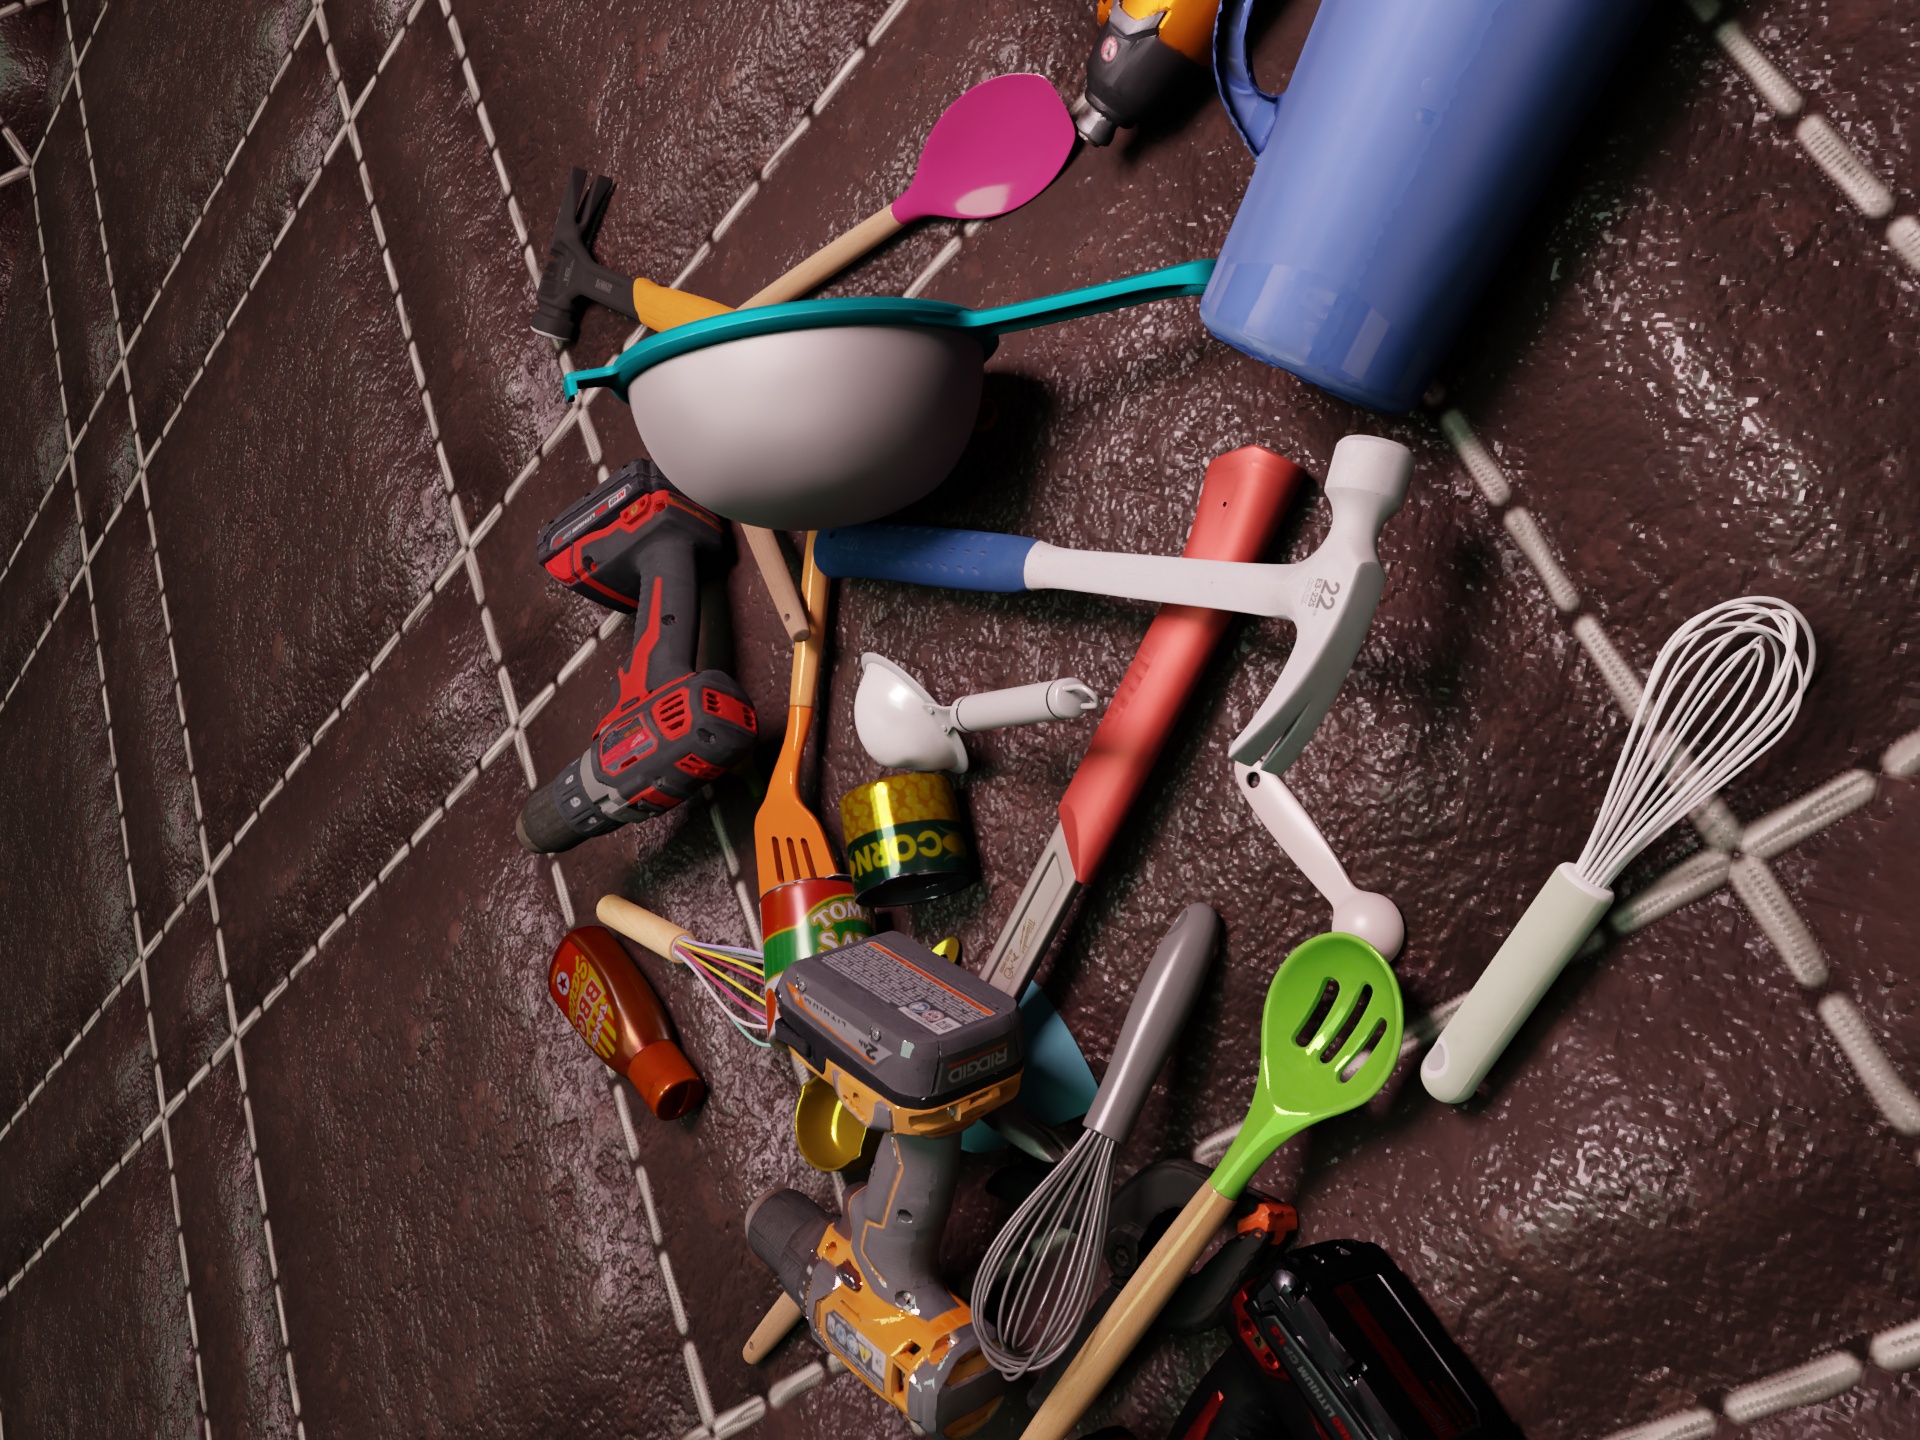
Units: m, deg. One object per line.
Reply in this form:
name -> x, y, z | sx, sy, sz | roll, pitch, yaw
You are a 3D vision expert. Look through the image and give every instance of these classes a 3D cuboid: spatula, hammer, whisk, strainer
spatula -> -0.089, -0.030, 0.982 | 0.081, 0.041, 0.323 | -1, 79, 41
hammer -> 0.043, -0.072, 0.807 | 0.406, 0.035, 0.144 | 13, 85, 53
whisk -> -0.165, 0.155, 1.015 | 0.245, 0.047, 0.051 | 15, 83, 47
hammer -> 0.080, 0.035, 0.790 | 0.149, 0.036, 0.359 | 36, 105, 38
hammer -> -0.204, -0.292, 1.097 | 0.337, 0.034, 0.127 | 34, 110, 45
strainer -> -0.022, -0.160, 0.832 | 0.340, 0.211, 0.095 | -6, 90, 27
whisk -> 0.069, 0.195, 0.752 | 0.055, 0.055, 0.239 | 15, 74, 43
spatula -> -0.150, -0.165, 1.043 | 0.059, 0.018, 0.316 | -48, 48, 28
strainer -> -0.001, -0.003, 0.823 | 0.086, 0.050, 0.258 | 53, 156, -14
spatula -> -0.040, 0.274, 0.894 | 0.317, 0.044, 0.082 | -54, 51, 29
whisk -> 0.256, 0.058, 0.636 | 0.058, 0.059, 0.246 | -95, 29, -65

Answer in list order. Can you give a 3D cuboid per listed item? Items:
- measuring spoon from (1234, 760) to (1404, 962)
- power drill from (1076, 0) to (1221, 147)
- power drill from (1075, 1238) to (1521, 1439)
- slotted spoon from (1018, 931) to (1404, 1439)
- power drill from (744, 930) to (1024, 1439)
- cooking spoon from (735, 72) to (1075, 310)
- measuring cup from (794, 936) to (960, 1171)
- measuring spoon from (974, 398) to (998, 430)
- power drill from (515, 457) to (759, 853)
measuring spoon -> 0.160, 0.062, 0.739 | 0.034, 0.018, 0.124 | -51, 53, 26
power drill -> 0.071, -0.423, 0.850 | 0.164, 0.084, 0.227 | -53, 57, 27
power drill -> 0.129, 0.342, 0.693 | 0.219, 0.078, 0.143 | -55, 51, 26
slotted spoon -> 0.103, 0.230, 0.719 | 0.070, 0.031, 0.313 | 42, 104, 42
power drill -> -0.048, 0.226, 0.812 | 0.185, 0.084, 0.226 | 22, 116, 46
cooking spoon -> -0.055, -0.302, 0.982 | 0.319, 0.017, 0.068 | -19, 108, 42
measuring cup -> -0.039, 0.190, 0.908 | 0.062, 0.029, 0.156 | 40, 99, 41
measuring spoon -> -0.018, -0.182, 0.945 | 0.117, 0.011, 0.021 | 14, 78, 46
power drill -> -0.220, -0.034, 1.027 | 0.188, 0.080, 0.227 | -30, 55, 28
